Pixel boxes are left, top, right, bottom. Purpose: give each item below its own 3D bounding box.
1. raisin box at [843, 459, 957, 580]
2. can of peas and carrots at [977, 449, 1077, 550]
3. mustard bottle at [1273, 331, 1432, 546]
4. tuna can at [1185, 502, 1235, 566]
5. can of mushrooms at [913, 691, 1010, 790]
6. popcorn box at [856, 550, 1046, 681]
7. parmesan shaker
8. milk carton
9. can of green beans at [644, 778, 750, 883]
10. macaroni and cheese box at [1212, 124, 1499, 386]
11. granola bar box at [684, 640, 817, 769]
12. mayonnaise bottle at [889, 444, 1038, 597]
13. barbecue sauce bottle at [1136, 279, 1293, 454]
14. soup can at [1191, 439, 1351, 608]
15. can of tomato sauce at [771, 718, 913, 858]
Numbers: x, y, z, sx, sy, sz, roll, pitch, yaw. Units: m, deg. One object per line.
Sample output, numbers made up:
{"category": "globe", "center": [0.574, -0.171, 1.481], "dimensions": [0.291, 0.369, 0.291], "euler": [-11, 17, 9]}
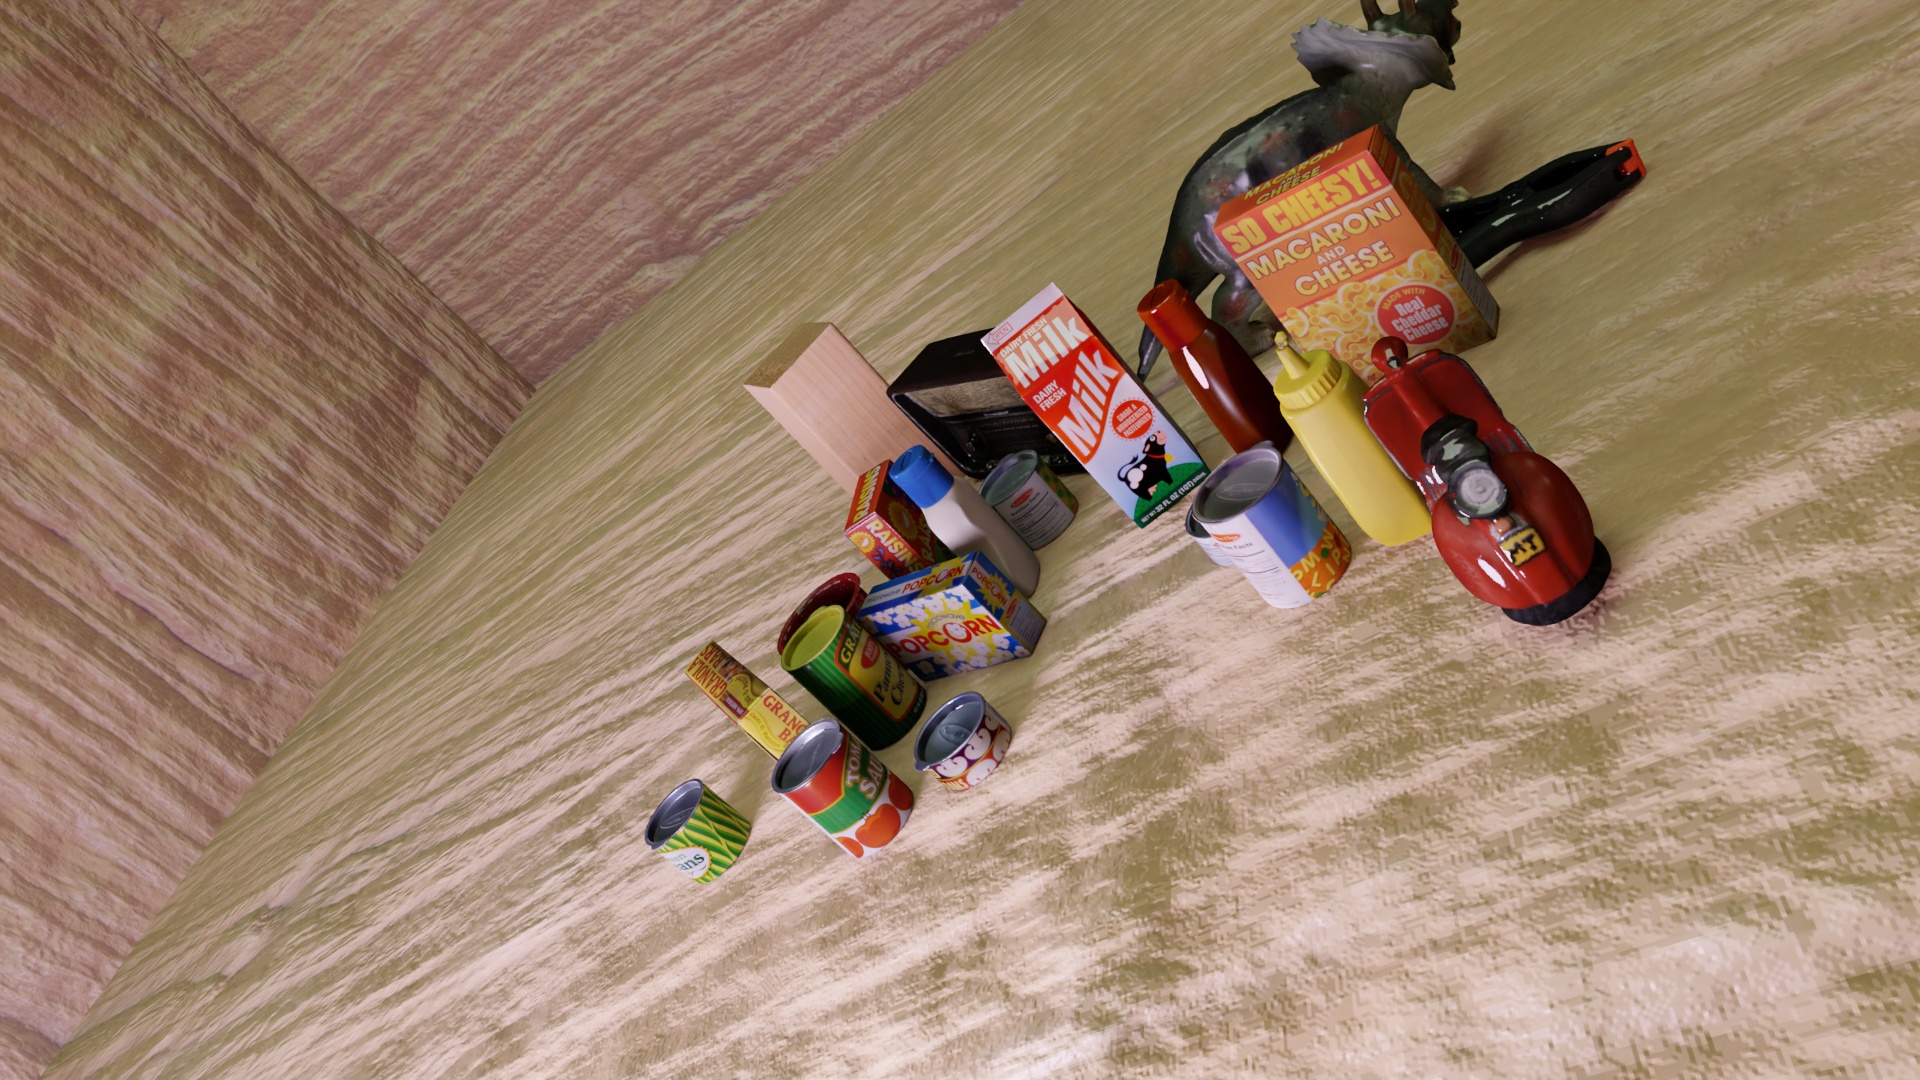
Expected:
{"category": "raisin box", "center": [-0.041, 0.001, 1.187], "dimensions": [0.040, 0.123, 0.086], "euler": [-31, 26, 26]}
{"category": "can of peas and carrots", "center": [0.056, -0.035, 1.176], "dimensions": [0.071, 0.058, 0.071], "euler": [-35, 25, 19]}
{"category": "mustard bottle", "center": [0.230, -0.067, 0.831], "dimensions": [0.048, 0.160, 0.066], "euler": [-28, 28, 32]}
{"category": "tuna can", "center": [0.193, -0.018, 0.965], "dimensions": [0.071, 0.032, 0.071], "euler": [-35, 25, 19]}
{"category": "can of mushrooms", "center": [0.000, 0.146, 0.995], "dimensions": [0.071, 0.033, 0.071], "euler": [-35, 25, 19]}
{"category": "popcorn box", "center": [-0.009, 0.061, 1.085], "dimensions": [0.126, 0.085, 0.038], "euler": [-20, 33, 43]}
{"category": "parmesan shaker", "center": [-0.083, 0.107, 1.103], "dimensions": [0.071, 0.103, 0.071], "euler": [-35, 25, 19]}
{"category": "milk carton", "center": [0.102, -0.106, 1.059], "dimensions": [0.072, 0.190, 0.074], "euler": [-38, 24, 12]}
{"category": "can of green beans", "center": [-0.217, 0.241, 1.148], "dimensions": [0.071, 0.057, 0.071], "euler": [-35, 25, 19]}
{"category": "macaroni and cheese box", "center": [0.272, -0.187, 0.957], "dimensions": [0.123, 0.166, 0.040], "euler": [-22, 32, 41]}
{"category": "granola bar box", "center": [-0.147, 0.149, 1.108], "dimensions": [0.039, 0.124, 0.165], "euler": [-48, 24, -11]}
{"category": "mayonnaise bottle", "center": [0.004, -0.014, 1.112], "dimensions": [0.041, 0.148, 0.065], "euler": [-33, 26, 24]}
{"category": "barbecue sauce bottle", "center": [0.186, -0.124, 1.009], "dimensions": [0.043, 0.148, 0.065], "euler": [-24, 30, 38]}
{"category": "soup can", "center": [0.199, -0.010, 0.879], "dimensions": [0.071, 0.083, 0.072], "euler": [-35, 25, 19]}
{"category": "can of tomato sauce", "center": [-0.084, 0.179, 1.009], "dimensions": [0.071, 0.083, 0.071], "euler": [-35, 25, 19]}
